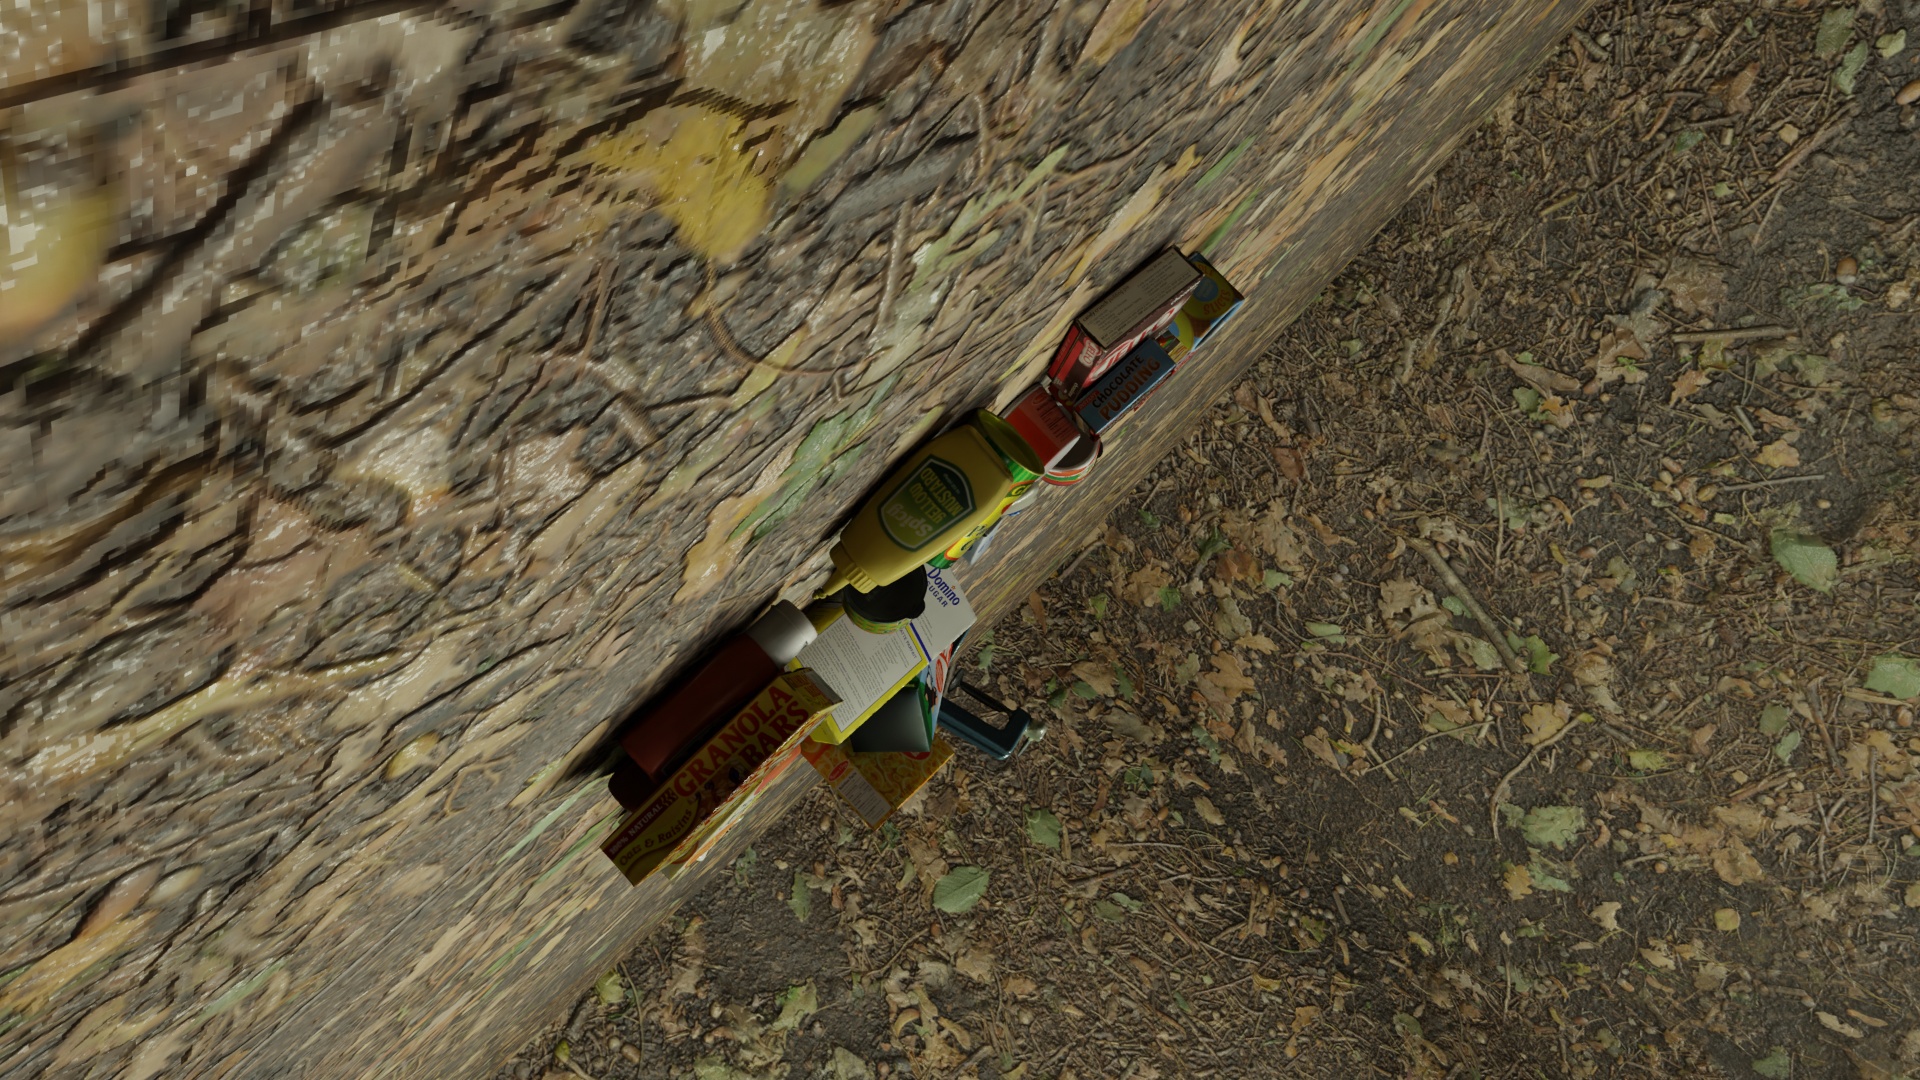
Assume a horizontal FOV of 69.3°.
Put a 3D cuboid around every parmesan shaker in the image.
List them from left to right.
[{"bbox_3d":[0.002,-0.037,1.004,0.103,0.071,0.071,-46,174,18],"label":"parmesan shaker"}]

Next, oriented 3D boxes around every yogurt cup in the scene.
[{"bbox_3d":[0.058,-0.083,1.107,0.072,0.054,0.072,-44,174,-5],"label":"yogurt cup"}]

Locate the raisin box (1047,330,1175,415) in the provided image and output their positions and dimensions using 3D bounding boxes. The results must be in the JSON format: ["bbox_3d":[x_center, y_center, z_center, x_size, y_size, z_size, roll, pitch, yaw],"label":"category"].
[{"bbox_3d":[0.132,-0.152,1.194,0.086,0.040,0.124,-46,173,23],"label":"raisin box"}]

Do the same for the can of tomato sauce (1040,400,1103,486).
[{"bbox_3d":[0.094,-0.087,1.246,0.071,0.071,0.083,-44,173,-1],"label":"can of tomato sauce"}]

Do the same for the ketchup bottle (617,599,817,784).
[{"bbox_3d":[-0.165,0.101,0.951,0.149,0.043,0.064,-43,176,-16],"label":"ketchup bottle"}]

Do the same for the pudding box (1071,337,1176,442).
[{"bbox_3d":[0.126,-0.116,1.075,0.084,0.030,0.049,-41,174,-1],"label":"pudding box"}]

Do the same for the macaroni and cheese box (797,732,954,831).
[{"bbox_3d":[-0.098,0.170,1.279,0.040,0.166,0.124,-48,173,28],"label":"macaroni and cheese box"}]

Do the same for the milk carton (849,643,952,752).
[{"bbox_3d":[-0.053,0.103,1.272,0.191,0.072,0.073,-79,163,-55],"label":"milk carton"}]

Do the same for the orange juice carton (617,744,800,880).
[{"bbox_3d":[-0.210,0.205,1.223,0.192,0.073,0.072,-47,173,25],"label":"orange juice carton"}]

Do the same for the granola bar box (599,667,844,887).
[{"bbox_3d":[-0.161,0.158,0.959,0.165,0.039,0.124,-44,176,0],"label":"granola bar box"}]

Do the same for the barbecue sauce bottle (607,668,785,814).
[{"bbox_3d":[-0.192,0.138,1.025,0.148,0.044,0.065,-45,173,7],"label":"barbecue sauce bottle"}]

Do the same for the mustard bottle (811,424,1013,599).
[{"bbox_3d":[-0.039,-0.009,0.939,0.160,0.065,0.049,-41,178,7],"label":"mustard bottle"}]

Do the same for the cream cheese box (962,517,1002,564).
[{"bbox_3d":[0.004,-0.015,1.222,0.024,0.053,0.103,-44,174,-15],"label":"cream cheese box"}]

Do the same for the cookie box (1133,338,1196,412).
[{"bbox_3d":[0.204,-0.196,1.375,0.123,0.040,0.167,-44,173,1],"label":"cookie box"}]

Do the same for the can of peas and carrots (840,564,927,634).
[{"bbox_3d":[-0.059,0.039,1.091,0.071,0.071,0.058,-42,174,-14],"label":"can of peas and carrots"}]

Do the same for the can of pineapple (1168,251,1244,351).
[{"bbox_3d":[0.204,-0.207,1.206,0.071,0.058,0.071,-43,174,-6],"label":"can of pineapple"}]

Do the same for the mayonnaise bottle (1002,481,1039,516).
[{"bbox_3d":[0.041,-0.045,1.288,0.065,0.041,0.148,-18,177,4],"label":"mayonnaise bottle"}]
